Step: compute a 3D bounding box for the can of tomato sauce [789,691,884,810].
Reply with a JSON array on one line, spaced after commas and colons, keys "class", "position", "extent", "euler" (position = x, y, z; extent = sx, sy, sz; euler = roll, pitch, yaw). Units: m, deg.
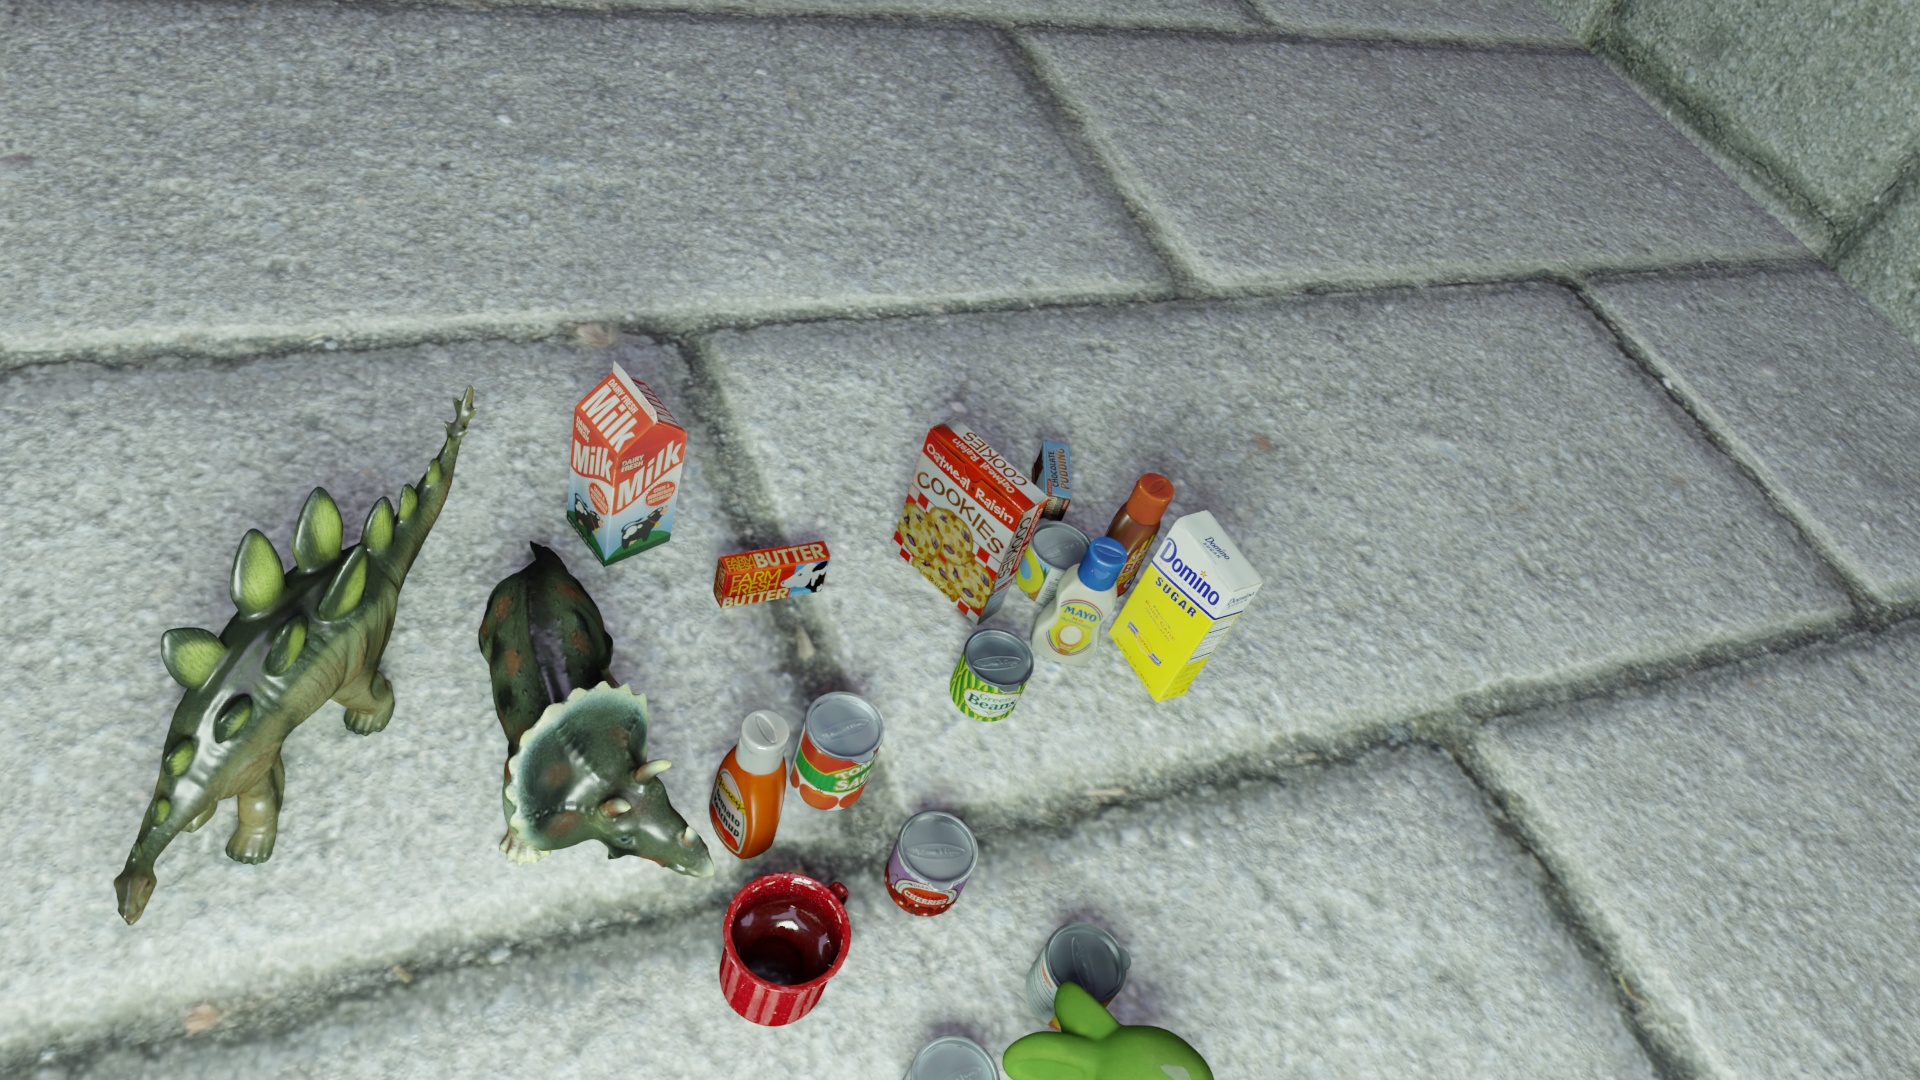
[{"class": "can of tomato sauce", "position": [-0.103, 0.178, 1.158], "extent": [0.071, 0.082, 0.071], "euler": [10, 47, -11]}]

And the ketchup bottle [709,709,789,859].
[{"class": "ketchup bottle", "position": [-0.162, 0.187, 1.084], "extent": [0.044, 0.148, 0.065], "euler": [-20, 58, -33]}]

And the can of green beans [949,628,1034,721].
[{"class": "can of green beans", "position": [0.028, 0.124, 1.271], "extent": [0.071, 0.057, 0.071], "euler": [10, 47, -11]}]

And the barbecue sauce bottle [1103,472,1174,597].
[{"class": "barbecue sauce bottle", "position": [0.168, -0.005, 1.374], "extent": [0.044, 0.147, 0.065], "euler": [42, 49, 19]}]

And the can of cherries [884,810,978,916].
[{"class": "can of cherries", "position": [-0.025, 0.264, 1.124], "extent": [0.071, 0.058, 0.072], "euler": [10, 47, -11]}]

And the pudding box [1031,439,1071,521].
[{"class": "pudding box", "position": [0.096, -0.060, 1.468], "extent": [0.030, 0.049, 0.084], "euler": [11, 46, -10]}]

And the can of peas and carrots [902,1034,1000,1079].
[{"class": "can of peas and carrots", "position": [-0.009, 0.402, 1.003], "extent": [0.071, 0.058, 0.071], "euler": [10, 47, -11]}]

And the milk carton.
[{"class": "milk carton", "position": [-0.299, -0.070, 1.243], "extent": [0.074, 0.189, 0.072], "euler": [-25, 61, -35]}]

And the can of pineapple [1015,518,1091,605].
[{"class": "can of pineapple", "position": [0.093, 0.022, 1.387], "extent": [0.071, 0.057, 0.071], "euler": [10, 47, -11]}]

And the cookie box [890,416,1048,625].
[{"class": "cookie box", "position": [0.005, -0.016, 1.315], "extent": [0.123, 0.166, 0.040], "euler": [42, 49, 19]}]

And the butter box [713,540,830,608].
[{"class": "butter box", "position": [-0.175, 0.032, 1.288], "extent": [0.104, 0.052, 0.024], "euler": [-9, 53, -26]}]

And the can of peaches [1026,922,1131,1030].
[{"class": "can of peaches", "position": [0.092, 0.344, 1.092], "extent": [0.071, 0.057, 0.071], "euler": [10, 47, -11]}]

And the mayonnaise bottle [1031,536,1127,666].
[{"class": "mayonnaise bottle", "position": [0.114, 0.057, 1.299], "extent": [0.065, 0.147, 0.041], "euler": [19, 46, -2]}]
